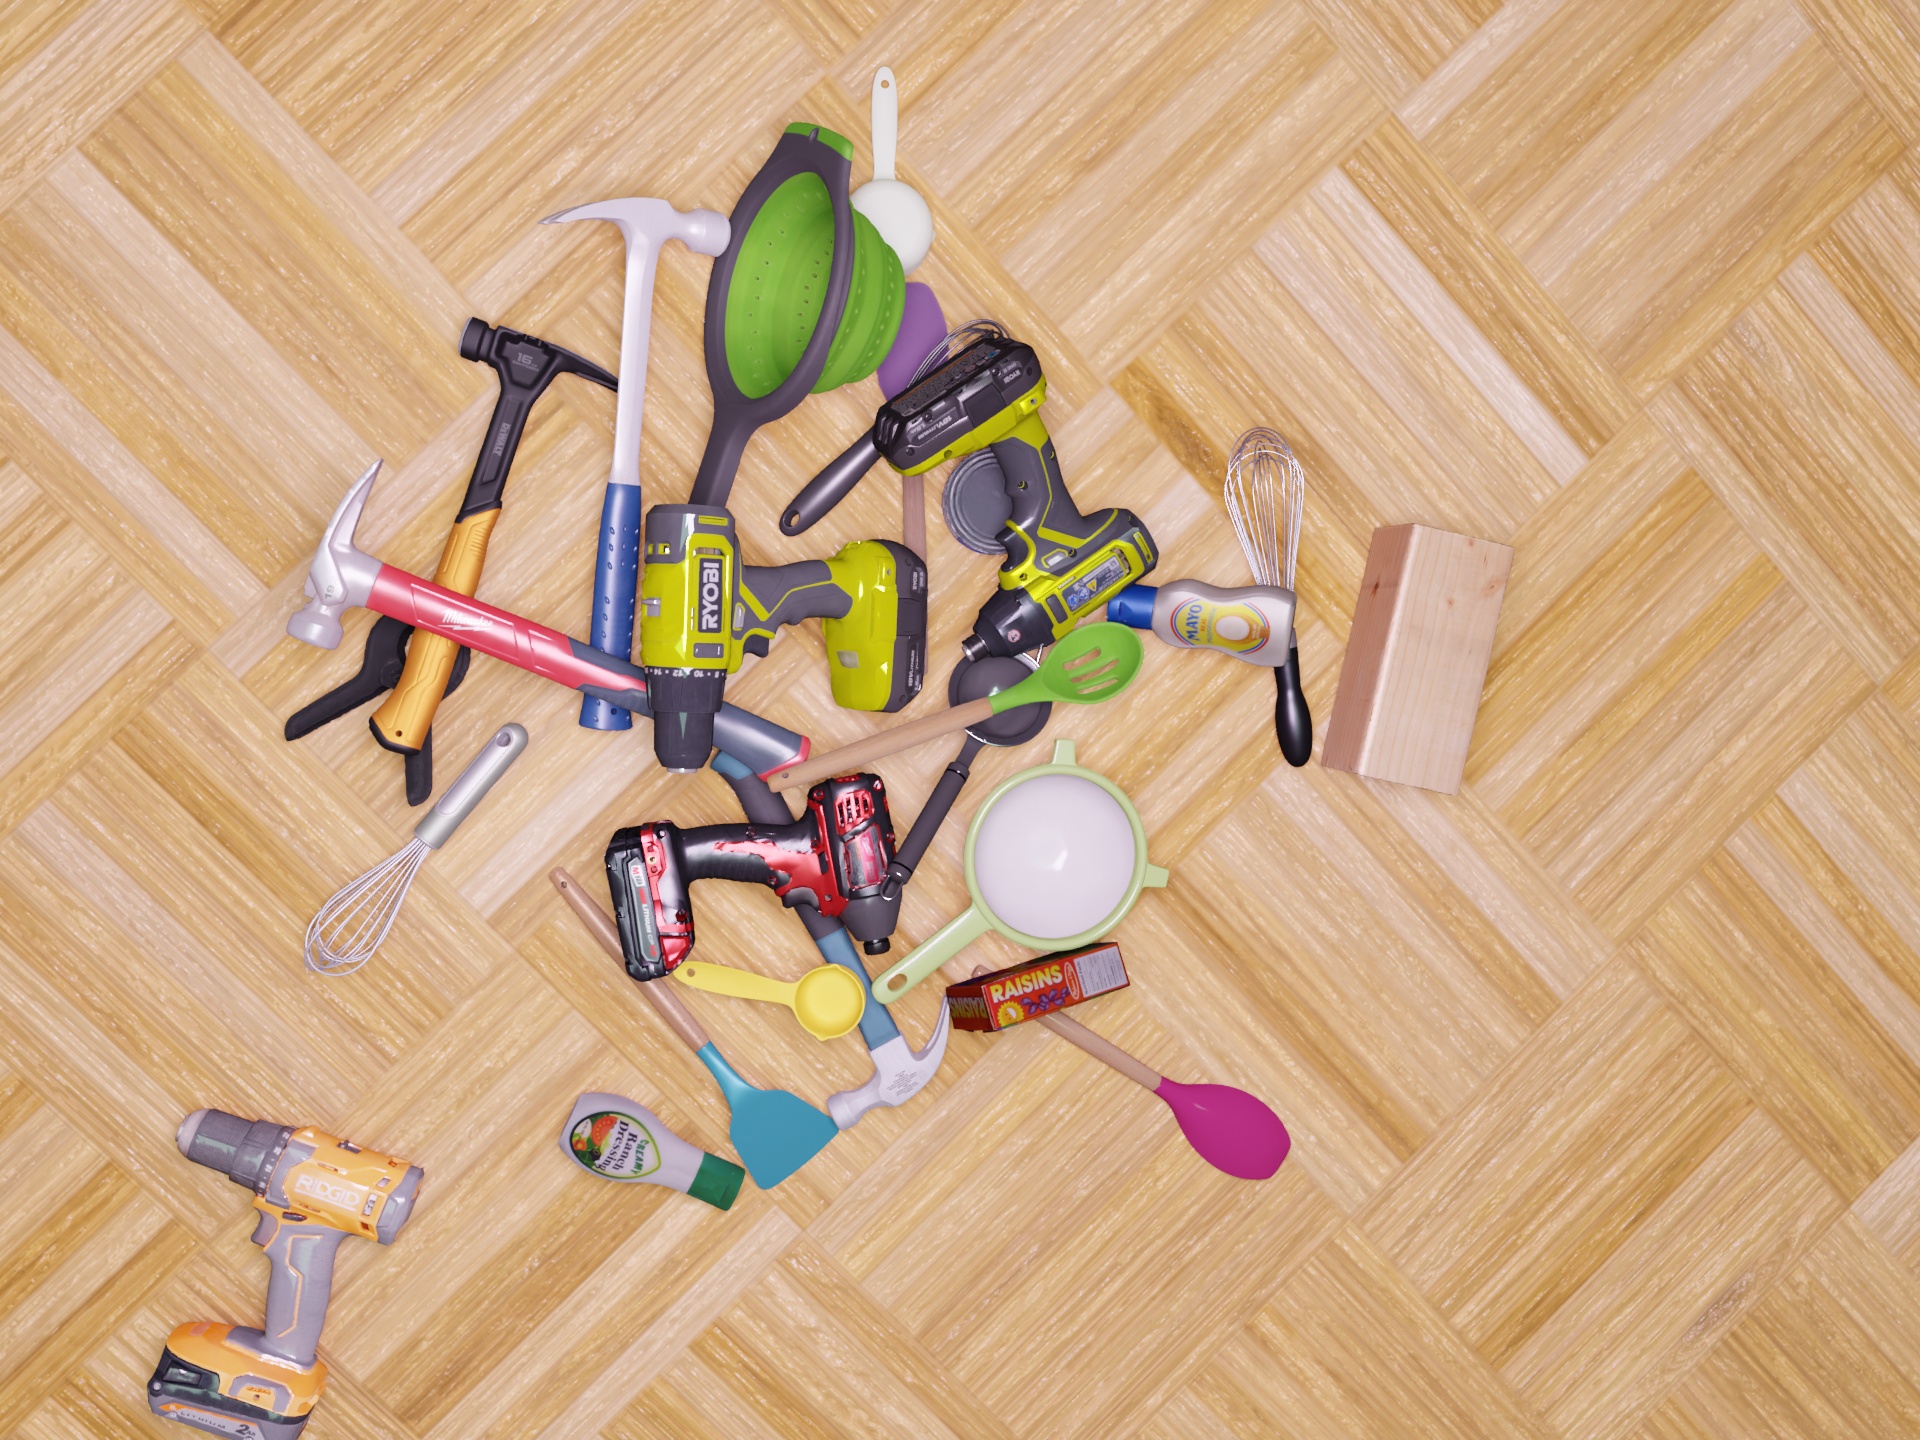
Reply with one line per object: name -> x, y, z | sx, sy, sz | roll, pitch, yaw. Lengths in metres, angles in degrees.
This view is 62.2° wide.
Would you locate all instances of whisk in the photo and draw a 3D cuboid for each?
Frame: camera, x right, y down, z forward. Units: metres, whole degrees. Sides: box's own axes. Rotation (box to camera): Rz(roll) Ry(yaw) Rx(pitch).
whisk -> -0.054, -0.228, 1.257 | 0.239, 0.055, 0.055 | -42, 98, 9
whisk -> 0.261, -0.099, 1.314 | 0.070, 0.070, 0.284 | -10, 99, -7
whisk -> -0.423, 0.099, 1.242 | 0.058, 0.059, 0.246 | 37, 83, 20

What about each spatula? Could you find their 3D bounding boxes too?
spatula -> -0.226, 0.243, 1.287 | 0.082, 0.044, 0.317 | -39, 92, -3
spatula -> -0.036, -0.195, 1.287 | 0.060, 0.018, 0.316 | -2, 93, -3

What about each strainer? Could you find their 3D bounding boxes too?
strainer -> 0.030, 0.139, 1.288 | 0.256, 0.069, 0.151 | -38, 100, -4
strainer -> -0.001, 0.035, 1.259 | 0.087, 0.050, 0.258 | 31, 64, -1

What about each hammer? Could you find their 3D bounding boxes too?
hammer -> -0.263, -0.193, 1.220 | 0.144, 0.035, 0.405 | -1, 102, -38
hammer -> -0.287, -0.058, 1.196 | 0.386, 0.038, 0.143 | 23, 91, -17
hammer -> -0.114, 0.161, 1.290 | 0.128, 0.033, 0.331 | -27, 96, -4
hammer -> -0.368, -0.133, 1.217 | 0.127, 0.034, 0.337 | 19, 83, -10

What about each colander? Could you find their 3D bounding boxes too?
colander -> -0.135, -0.246, 1.228 | 0.094, 0.205, 0.397 | 8, 111, -37

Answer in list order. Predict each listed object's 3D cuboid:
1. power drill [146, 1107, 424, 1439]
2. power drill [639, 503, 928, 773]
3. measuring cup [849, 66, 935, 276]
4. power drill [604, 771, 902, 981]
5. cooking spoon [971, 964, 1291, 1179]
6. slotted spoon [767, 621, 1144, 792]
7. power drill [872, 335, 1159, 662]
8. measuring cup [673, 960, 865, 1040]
power drill -> -0.544, 0.421, 1.229 | 0.185, 0.084, 0.226 | 23, 86, -7
power drill -> -0.137, -0.059, 1.193 | 0.228, 0.080, 0.190 | -1, 95, -42
measuring cup -> -0.059, -0.436, 1.259 | 0.083, 0.038, 0.167 | 0, 95, -7
power drill -> -0.155, 0.128, 1.232 | 0.219, 0.078, 0.143 | -11, 95, -8
cooking spoon -> 0.144, 0.293, 1.337 | 0.319, 0.017, 0.069 | 33, 86, -8
slotted spoon -> -0.002, -0.004, 1.242 | 0.313, 0.031, 0.070 | -20, 60, -11
power drill -> 0.035, -0.163, 1.222 | 0.171, 0.080, 0.223 | -35, 117, -5
measuring cup -> -0.151, 0.211, 1.266 | 0.156, 0.029, 0.062 | 11, 93, 6
